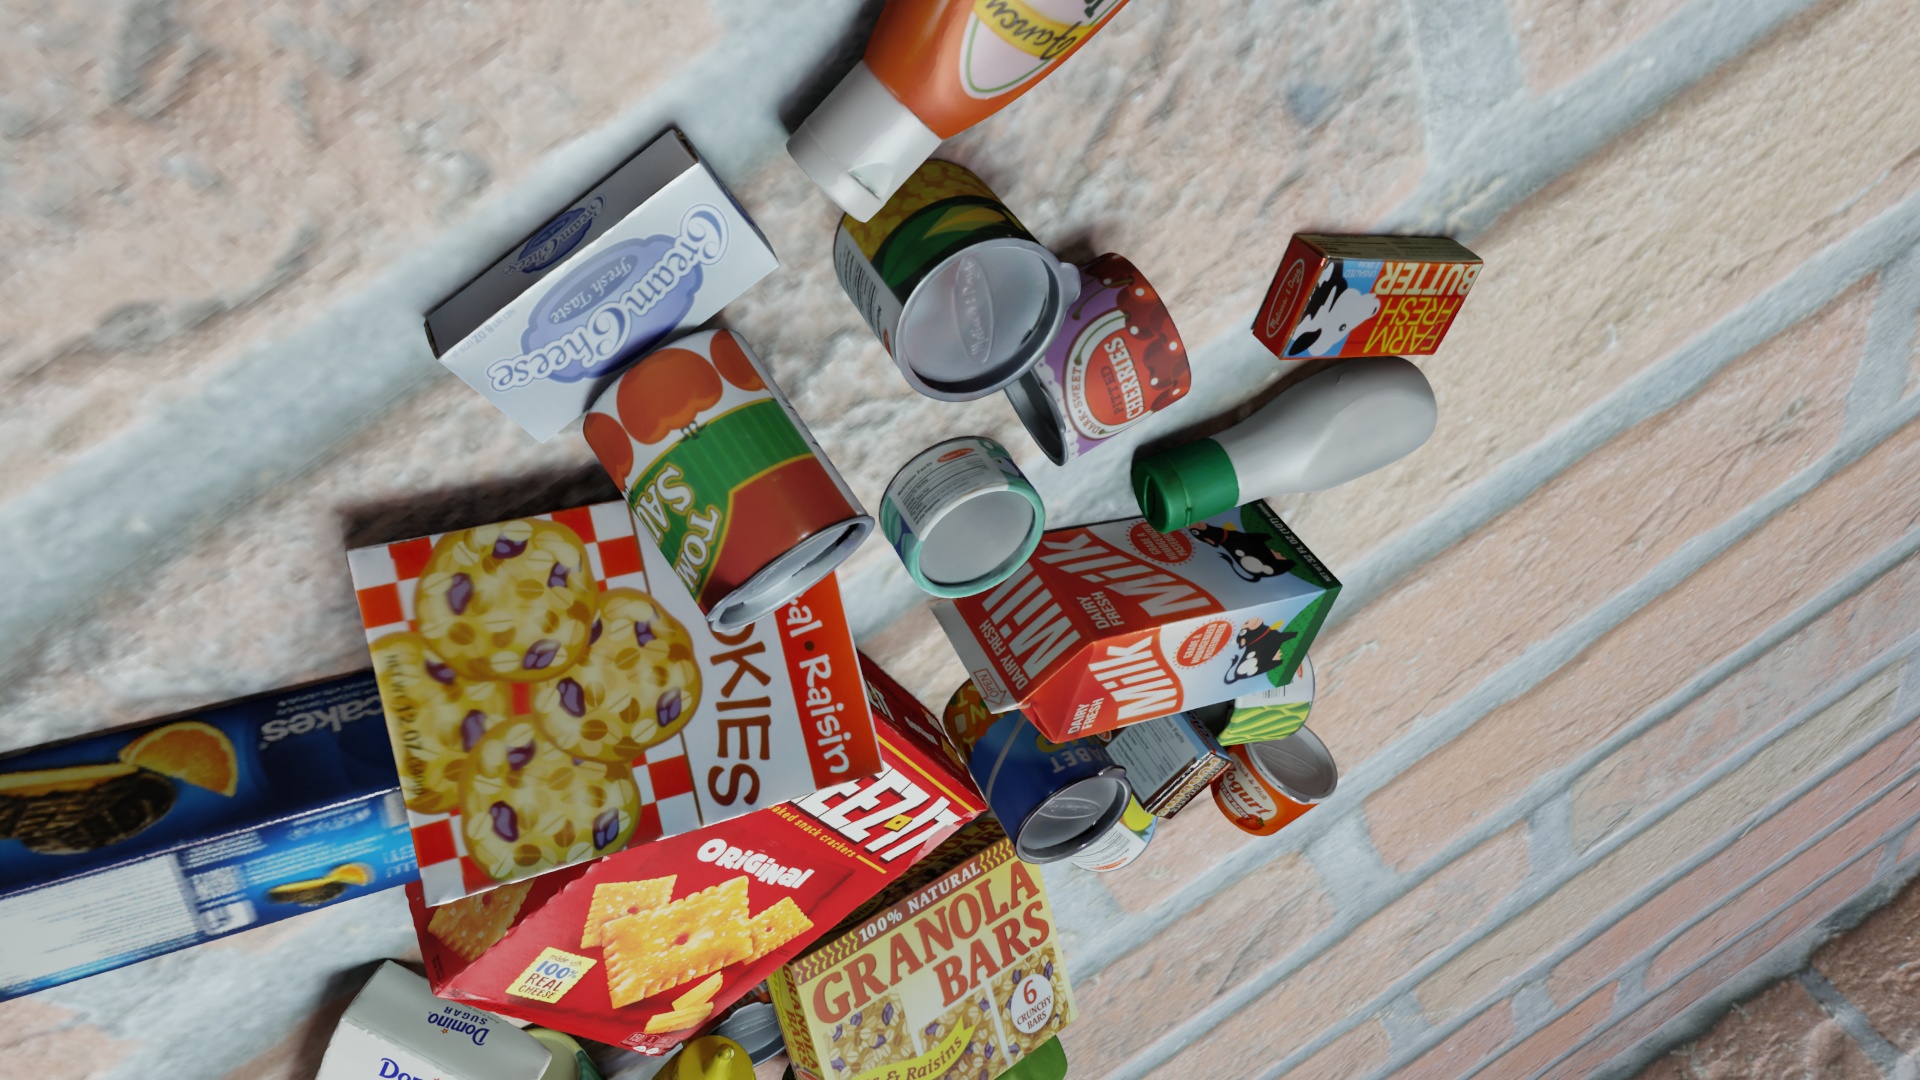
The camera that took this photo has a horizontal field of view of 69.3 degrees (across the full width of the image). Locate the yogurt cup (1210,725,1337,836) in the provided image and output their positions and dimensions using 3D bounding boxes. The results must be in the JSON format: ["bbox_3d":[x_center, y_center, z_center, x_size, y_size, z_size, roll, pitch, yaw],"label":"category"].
[{"bbox_3d":[0.194,0.149,0.875,0.072,0.072,0.053,1,138,-35],"label":"yogurt cup"}]

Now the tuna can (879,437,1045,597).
[{"bbox_3d":[0.002,-0.008,0.604,0.071,0.033,0.070,-19,138,-18],"label":"tuna can"}]

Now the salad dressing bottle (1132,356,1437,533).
[{"bbox_3d":[0.155,-0.045,0.665,0.148,0.044,0.064,-20,141,-15],"label":"salad dressing bottle"}]

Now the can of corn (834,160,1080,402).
[{"bbox_3d":[-0.002,-0.094,0.493,0.071,0.058,0.070,-19,138,-18],"label":"can of corn"}]

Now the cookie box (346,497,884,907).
[{"bbox_3d":[-0.123,0.048,0.510,0.168,0.123,0.040,-13,177,-24],"label":"cookie box"}]

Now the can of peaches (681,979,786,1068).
[{"bbox_3d":[-0.125,0.247,0.756,0.071,0.058,0.070,-19,138,-17],"label":"can of peaches"}]

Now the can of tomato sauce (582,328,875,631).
[{"bbox_3d":[-0.081,-0.020,0.476,0.071,0.083,0.071,-35,171,-6],"label":"can of tomato sauce"}]

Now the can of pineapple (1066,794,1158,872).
[{"bbox_3d":[0.070,0.146,0.785,0.071,0.071,0.057,-39,140,6],"label":"can of pineapple"}]

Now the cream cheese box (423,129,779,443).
[{"bbox_3d":[-0.115,-0.081,0.454,0.104,0.024,0.053,-37,142,3],"label":"cream cheese box"}]

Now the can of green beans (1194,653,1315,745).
[{"bbox_3d":[0.152,0.080,0.772,0.058,0.071,0.071,0,130,-34],"label":"can of green beans"}]

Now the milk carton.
[{"bbox_3d":[0.082,0.040,0.677,0.191,0.072,0.073,-9,135,-28],"label":"milk carton"}]

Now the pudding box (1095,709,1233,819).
[{"bbox_3d":[0.100,0.101,0.743,0.049,0.084,0.030,-46,142,14],"label":"pudding box"}]

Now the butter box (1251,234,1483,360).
[{"bbox_3d":[0.187,-0.111,0.634,0.104,0.024,0.052,-6,132,-30],"label":"butter box"}]

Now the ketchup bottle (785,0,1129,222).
[{"bbox_3d":[0.007,-0.167,0.437,0.148,0.044,0.064,-44,140,13],"label":"ketchup bottle"}]

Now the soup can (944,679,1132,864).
[{"bbox_3d":[0.040,0.110,0.709,0.071,0.084,0.071,-19,139,-18],"label":"soup can"}]

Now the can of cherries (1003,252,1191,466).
[{"bbox_3d":[0.050,-0.070,0.543,0.058,0.072,0.071,-29,141,-7],"label":"can of cherries"}]

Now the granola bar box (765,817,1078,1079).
[{"bbox_3d":[-0.019,0.244,0.760,0.166,0.039,0.124,-22,101,-37],"label":"granola bar box"}]

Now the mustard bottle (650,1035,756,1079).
[{"bbox_3d":[-0.135,0.294,0.711,0.065,0.049,0.159,0,134,-28],"label":"mustard bottle"}]

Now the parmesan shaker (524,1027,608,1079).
[{"bbox_3d":[-0.222,0.316,0.755,0.071,0.071,0.102,-24,140,-12],"label":"parmesan shaker"}]
